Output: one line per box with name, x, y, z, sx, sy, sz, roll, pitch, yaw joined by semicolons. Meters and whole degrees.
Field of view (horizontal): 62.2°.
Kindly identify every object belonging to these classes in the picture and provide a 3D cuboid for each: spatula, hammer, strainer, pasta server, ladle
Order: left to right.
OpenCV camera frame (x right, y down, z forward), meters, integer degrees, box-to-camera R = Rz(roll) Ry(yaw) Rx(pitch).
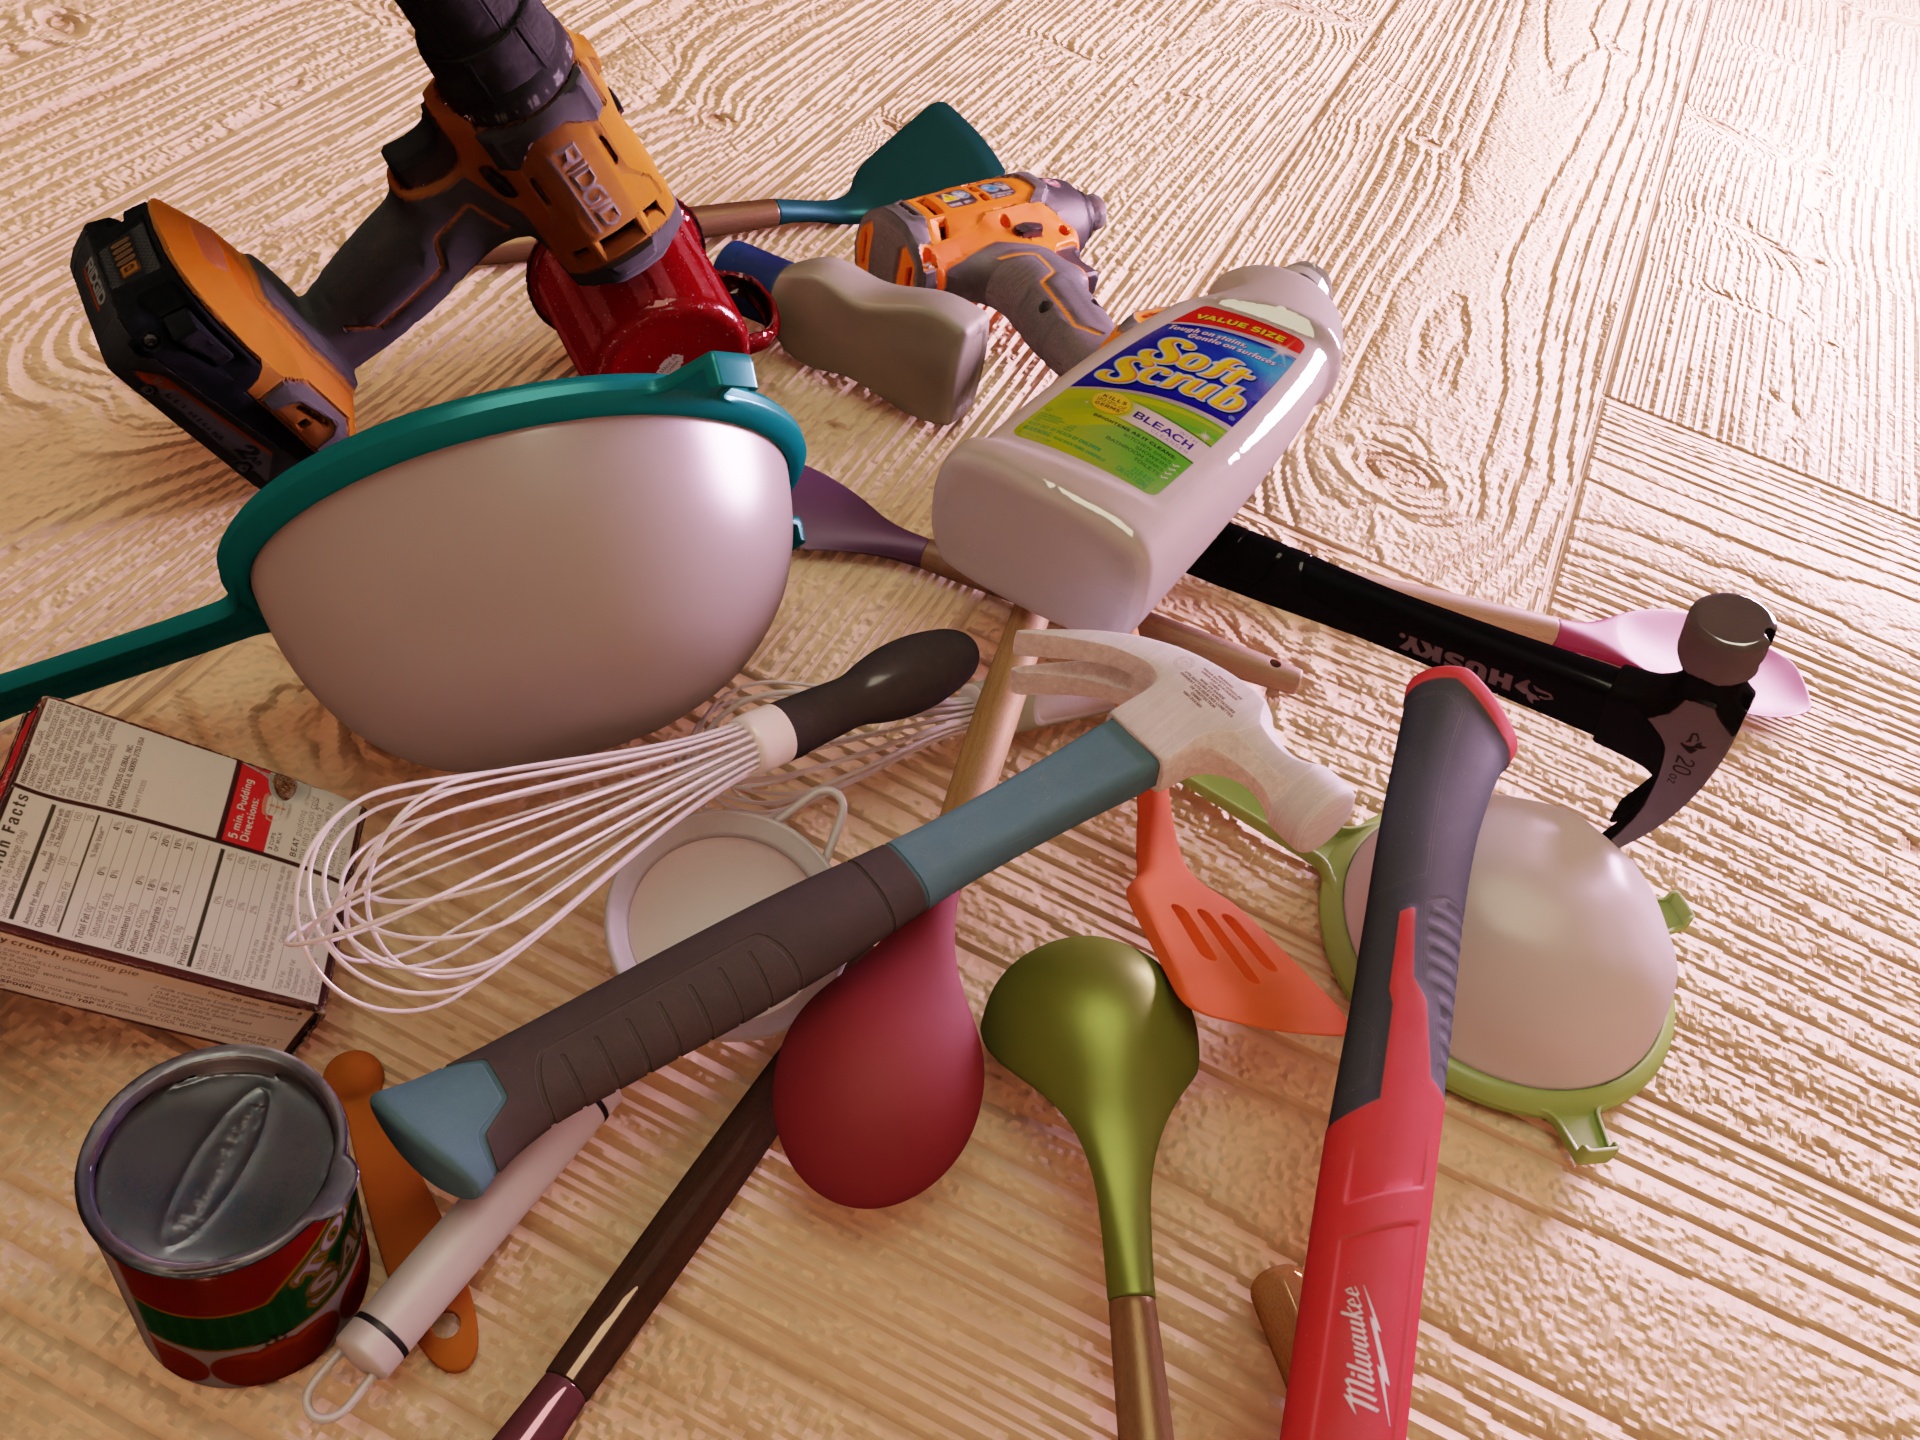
strainer;-0.207;-0.016;0.572;0.340;0.211;0.095;-19;81;-4
strainer;-0.118;0.116;0.523;0.087;0.050;0.258;36;52;5
pasta server;-0.100;0.175;0.479;0.060;0.040;0.316;36;47;2
spatula;-0.128;-0.295;0.899;0.317;0.044;0.082;-18;58;-26
hammer;-0.029;0.059;0.530;0.331;0.033;0.128;-27;54;-25
ladle;0.003;0.032;0.599;0.069;0.031;0.316;18;49;2
spatula;0.008;-0.071;0.746;0.316;0.018;0.060;20;47;6
ladle;0.052;0.210;0.492;0.078;0.062;0.320;4;54;-10
spatula;0.078;-0.014;0.654;0.081;0.041;0.323;14;49;-32
hammer;0.122;0.123;0.513;0.143;0.038;0.387;18;51;5
hammer;0.174;-0.049;0.715;0.335;0.146;0.035;25;57;25
strainer;0.181;0.049;0.643;0.256;0.069;0.151;31;49;13

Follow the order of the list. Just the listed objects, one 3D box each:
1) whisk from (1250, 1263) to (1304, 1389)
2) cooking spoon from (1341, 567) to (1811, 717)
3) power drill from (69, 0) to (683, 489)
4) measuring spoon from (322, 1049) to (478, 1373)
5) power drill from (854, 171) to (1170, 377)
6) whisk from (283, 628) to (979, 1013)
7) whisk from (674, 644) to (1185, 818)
whisk;0.140;0.269;0.451;0.051;0.047;0.245;-5;46;-17
cooking spoon;0.270;-0.049;0.792;0.319;0.017;0.069;12;46;-4
power drill;-0.244;-0.212;0.649;0.226;0.185;0.084;-33;63;0
measuring spoon;-0.176;0.150;0.499;0.021;0.011;0.117;-17;55;-27
power drill;0.072;-0.225;0.863;0.164;0.084;0.227;-26;55;-33
whisk;-0.094;0.018;0.547;0.284;0.070;0.070;-26;58;-41
whisk;-0.001;-0.002;0.662;0.246;0.057;0.059;-12;21;-29
